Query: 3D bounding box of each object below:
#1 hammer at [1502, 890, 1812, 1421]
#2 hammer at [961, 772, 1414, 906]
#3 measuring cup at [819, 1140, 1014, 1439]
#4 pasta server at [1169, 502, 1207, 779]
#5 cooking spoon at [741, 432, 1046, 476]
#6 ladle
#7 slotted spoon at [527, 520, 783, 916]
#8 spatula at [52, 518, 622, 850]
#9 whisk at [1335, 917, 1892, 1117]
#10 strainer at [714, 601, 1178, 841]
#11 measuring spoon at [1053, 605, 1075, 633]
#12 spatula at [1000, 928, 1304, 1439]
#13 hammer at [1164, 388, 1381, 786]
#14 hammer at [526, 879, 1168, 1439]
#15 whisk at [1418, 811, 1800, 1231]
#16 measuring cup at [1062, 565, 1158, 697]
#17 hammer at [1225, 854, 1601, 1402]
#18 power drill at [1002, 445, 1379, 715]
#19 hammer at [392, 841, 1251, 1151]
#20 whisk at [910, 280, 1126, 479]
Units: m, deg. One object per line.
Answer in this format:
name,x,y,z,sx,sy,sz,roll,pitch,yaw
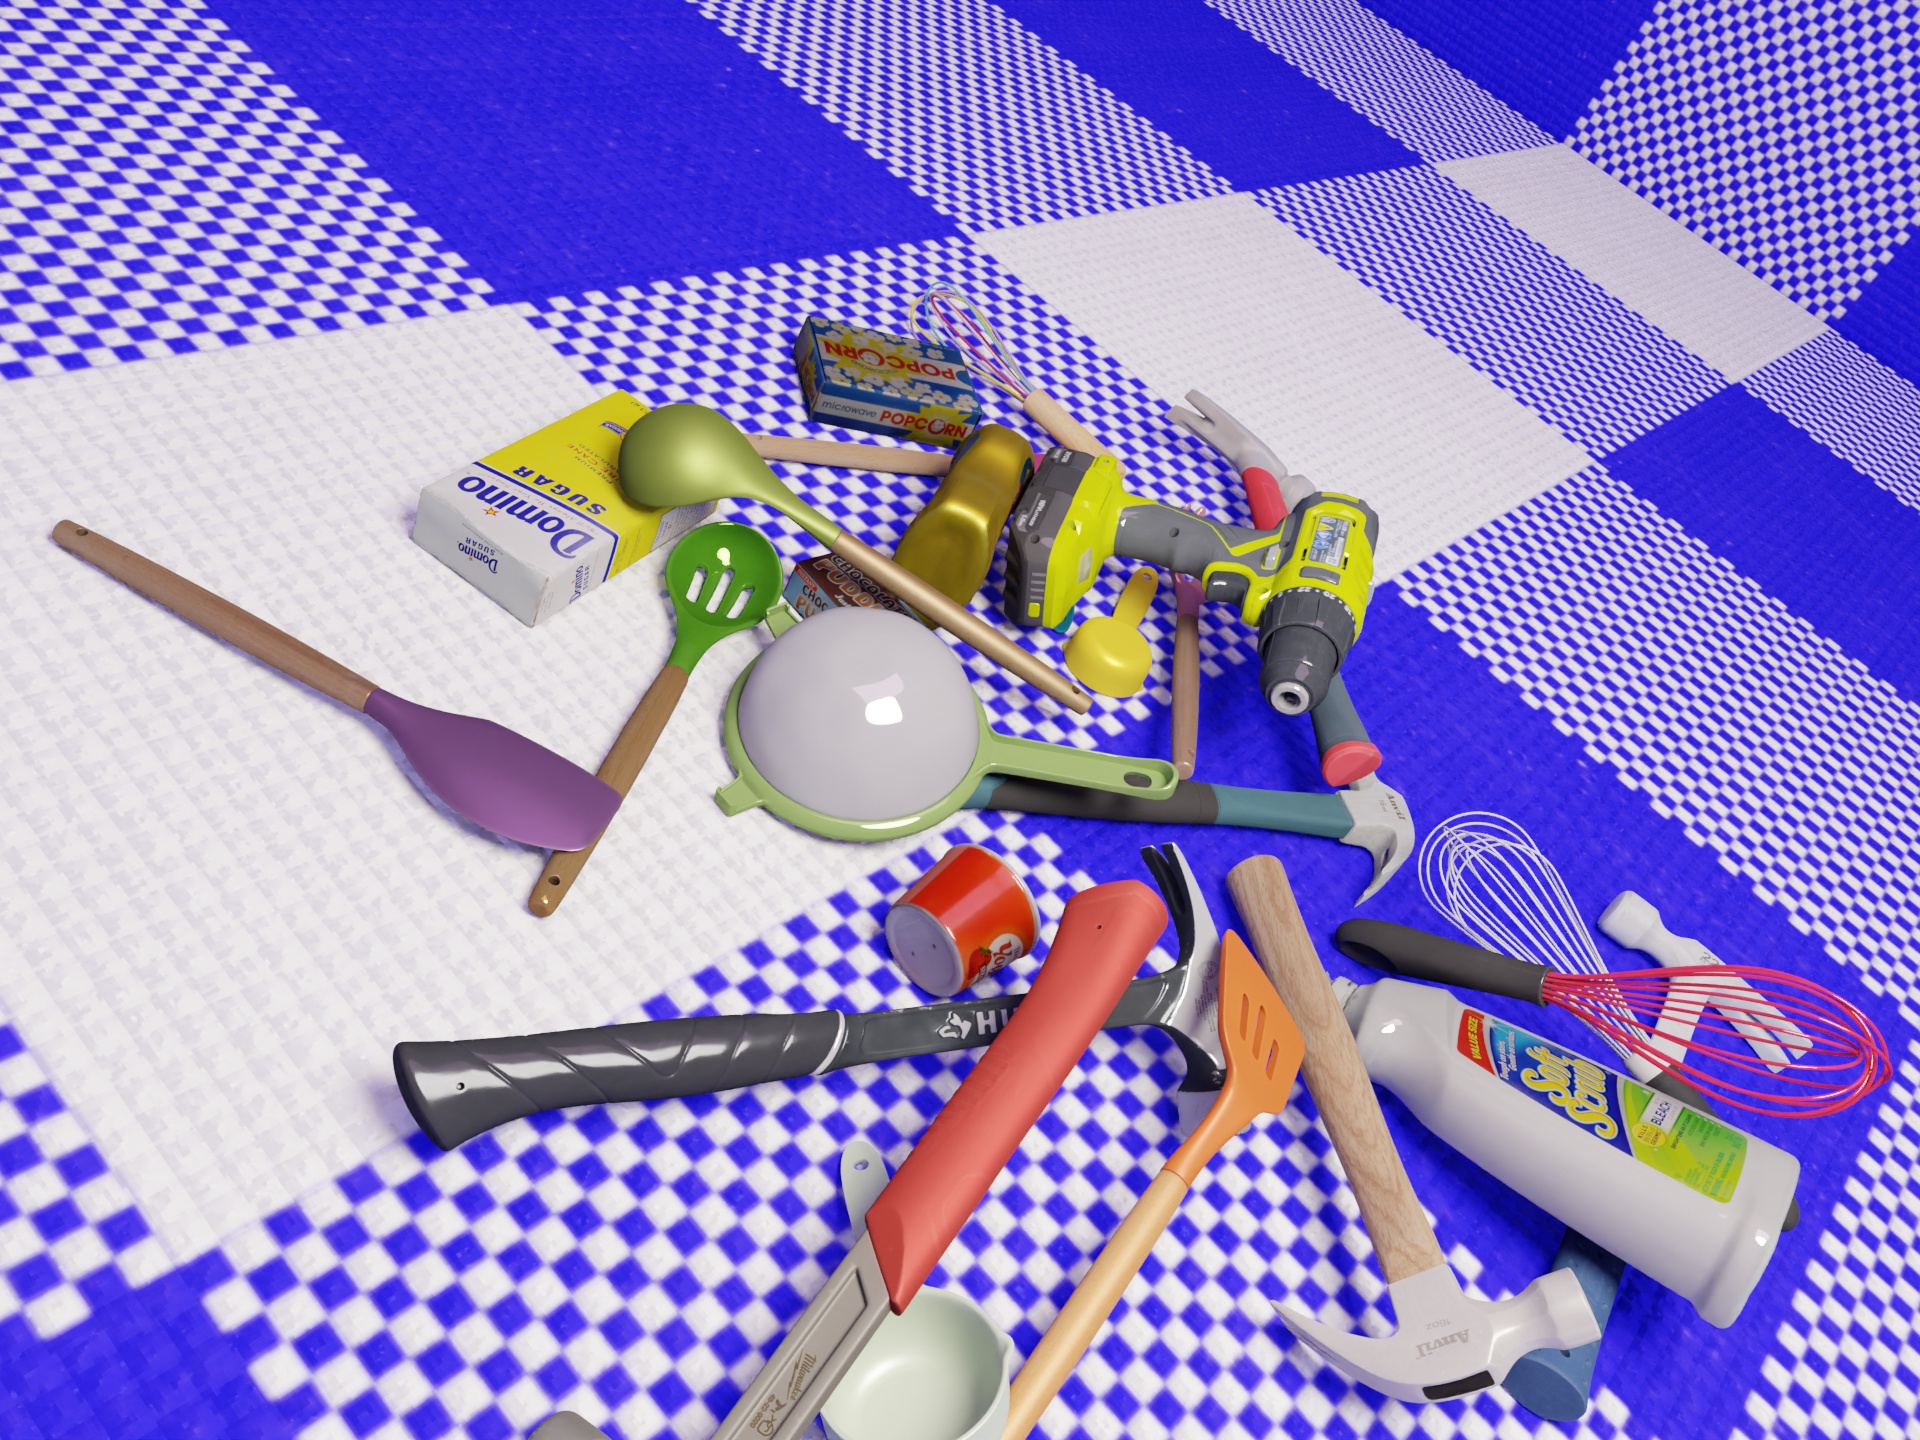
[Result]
hammer,0.391,0.243,0.911,0.144,0.035,0.405,39,40,12
hammer,0.140,0.049,0.976,0.330,0.033,0.128,6,43,-25
measuring cup,-0.028,0.245,0.665,0.083,0.038,0.168,-11,30,-8
pasta server,0.158,-0.058,1.072,0.060,0.040,0.316,37,30,-14
cooking spoon,-0.015,-0.184,1.146,0.318,0.017,0.069,0,47,-32
ladle,-0.059,-0.087,0.953,0.320,0.062,0.078,33,44,-13
slotted spoon,-0.166,-0.010,0.864,0.070,0.031,0.314,24,41,-5
spatula,-0.313,-0.020,0.784,0.316,0.018,0.060,29,45,5
whisk,0.337,0.150,0.861,0.296,0.073,0.073,11,24,40
strainer,-0.001,-0.003,0.872,0.256,0.069,0.152,10,50,-1
measuring spoon,0.068,-0.105,1.116,0.042,0.021,0.129,11,51,-9
spatula,0.077,0.224,0.712,0.323,0.041,0.081,-45,109,-35
hammer,0.226,-0.100,1.131,0.143,0.038,0.387,33,31,-25
hammer,-0.003,0.195,0.643,0.149,0.036,0.359,22,47,26
whisk,0.369,0.170,0.911,0.070,0.070,0.285,-18,63,-42
measuring cup,0.117,-0.073,1.093,0.062,0.029,0.157,29,42,1
hammer,0.193,0.189,0.816,0.332,0.130,0.031,-103,165,-53
power drill,0.148,-0.091,1.024,0.228,0.080,0.191,14,44,12
hammer,-0.043,0.139,0.724,0.408,0.036,0.149,-1,80,-28
whisk,0.046,-0.265,1.241,0.047,0.051,0.245,-13,52,-48
